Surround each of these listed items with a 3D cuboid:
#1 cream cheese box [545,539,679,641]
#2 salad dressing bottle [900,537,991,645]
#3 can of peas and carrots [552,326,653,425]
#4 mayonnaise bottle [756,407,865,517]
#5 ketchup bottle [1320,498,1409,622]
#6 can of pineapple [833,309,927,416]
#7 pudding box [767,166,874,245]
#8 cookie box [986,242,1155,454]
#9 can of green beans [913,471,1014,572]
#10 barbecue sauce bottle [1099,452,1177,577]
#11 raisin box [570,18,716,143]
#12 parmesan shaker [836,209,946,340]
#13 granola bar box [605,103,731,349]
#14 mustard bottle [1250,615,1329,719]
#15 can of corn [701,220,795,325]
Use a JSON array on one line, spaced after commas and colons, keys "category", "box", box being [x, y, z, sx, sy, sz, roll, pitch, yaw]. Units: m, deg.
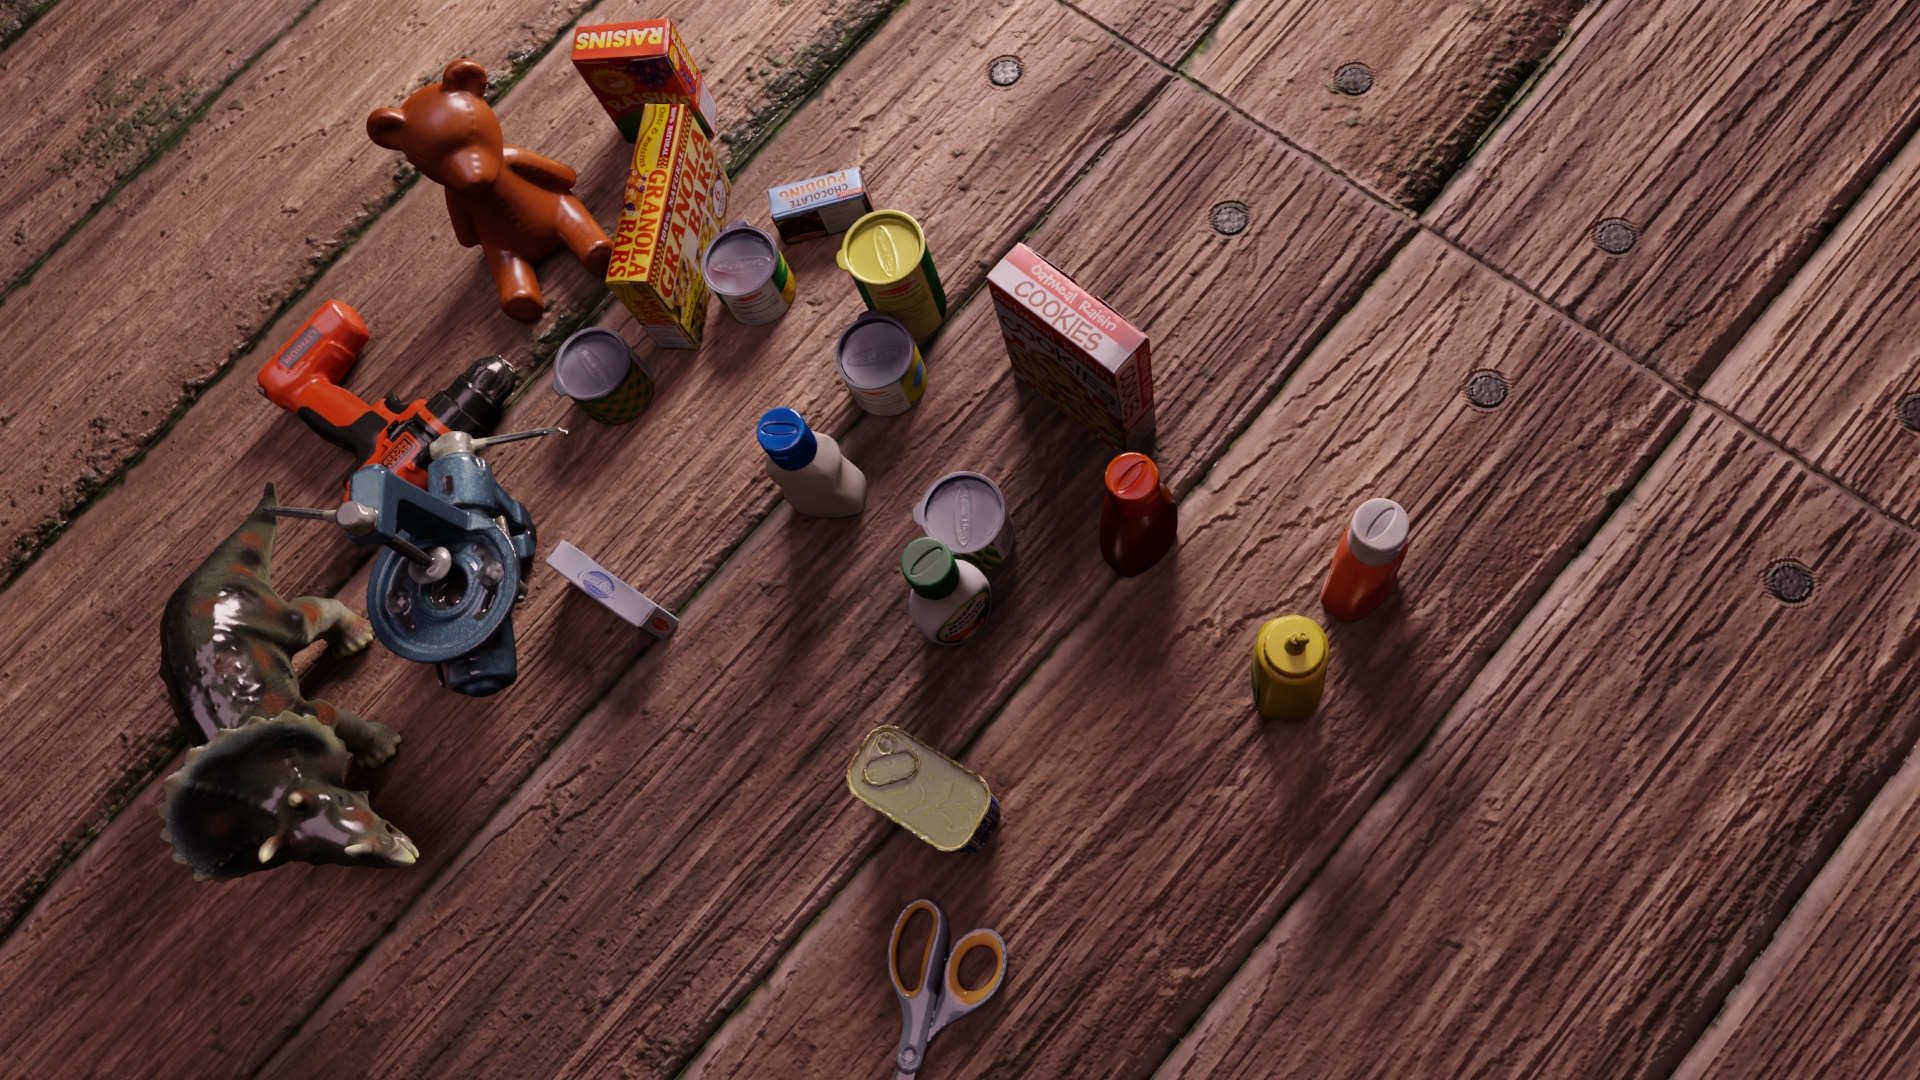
[{"category": "cream cheese box", "box": [-0.277, 0.041, 1.107, 0.104, 0.053, 0.024, 32, 80, 18]}, {"category": "salad dressing bottle", "box": [-0.013, 0.036, 1.015, 0.064, 0.147, 0.044, -42, 71, -5]}, {"category": "can of peas and carrots", "box": [-0.300, -0.135, 1.167, 0.071, 0.058, 0.071, -3, 72, 9]}, {"category": "mayonnaise bottle", "box": [-0.117, -0.058, 1.063, 0.065, 0.147, 0.041, 1, 73, 10]}, {"category": "ketchup bottle", "box": [0.286, 0.012, 0.973, 0.043, 0.148, 0.065, 38, 82, 18]}, {"category": "can of pineapple", "box": [-0.064, -0.143, 1.131, 0.071, 0.057, 0.071, -3, 72, 9]}, {"category": "pudding box", "box": [-0.119, -0.286, 1.192, 0.084, 0.049, 0.030, -13, 71, 5]}, {"category": "cookie box", "box": [0.087, -0.140, 1.046, 0.123, 0.167, 0.040, 40, 83, 19]}, {"category": "can of green beans", "box": [0.006, -0.013, 1.076, 0.071, 0.057, 0.071, -3, 72, 9]}, {"category": "barbecue sauce bottle", "box": [0.128, -0.021, 1.010, 0.044, 0.148, 0.065, 42, 83, 19]}, {"category": "raisin box", "box": [-0.275, -0.400, 1.216, 0.086, 0.123, 0.040, -1, 72, 9]}, {"category": "parmesan shaker", "box": [-0.055, -0.213, 1.128, 0.071, 0.103, 0.071, -3, 72, 9]}, {"category": "granola bar box", "box": [-0.240, -0.260, 1.164, 0.039, 0.124, 0.166, 4, 73, 11]}, {"category": "mustard bottle", "box": [0.226, 0.082, 0.953, 0.049, 0.160, 0.065, -1, 72, 9]}, {"category": "can of corn", "box": [-0.179, -0.226, 1.177, 0.071, 0.058, 0.071, -3, 72, 9]}]
